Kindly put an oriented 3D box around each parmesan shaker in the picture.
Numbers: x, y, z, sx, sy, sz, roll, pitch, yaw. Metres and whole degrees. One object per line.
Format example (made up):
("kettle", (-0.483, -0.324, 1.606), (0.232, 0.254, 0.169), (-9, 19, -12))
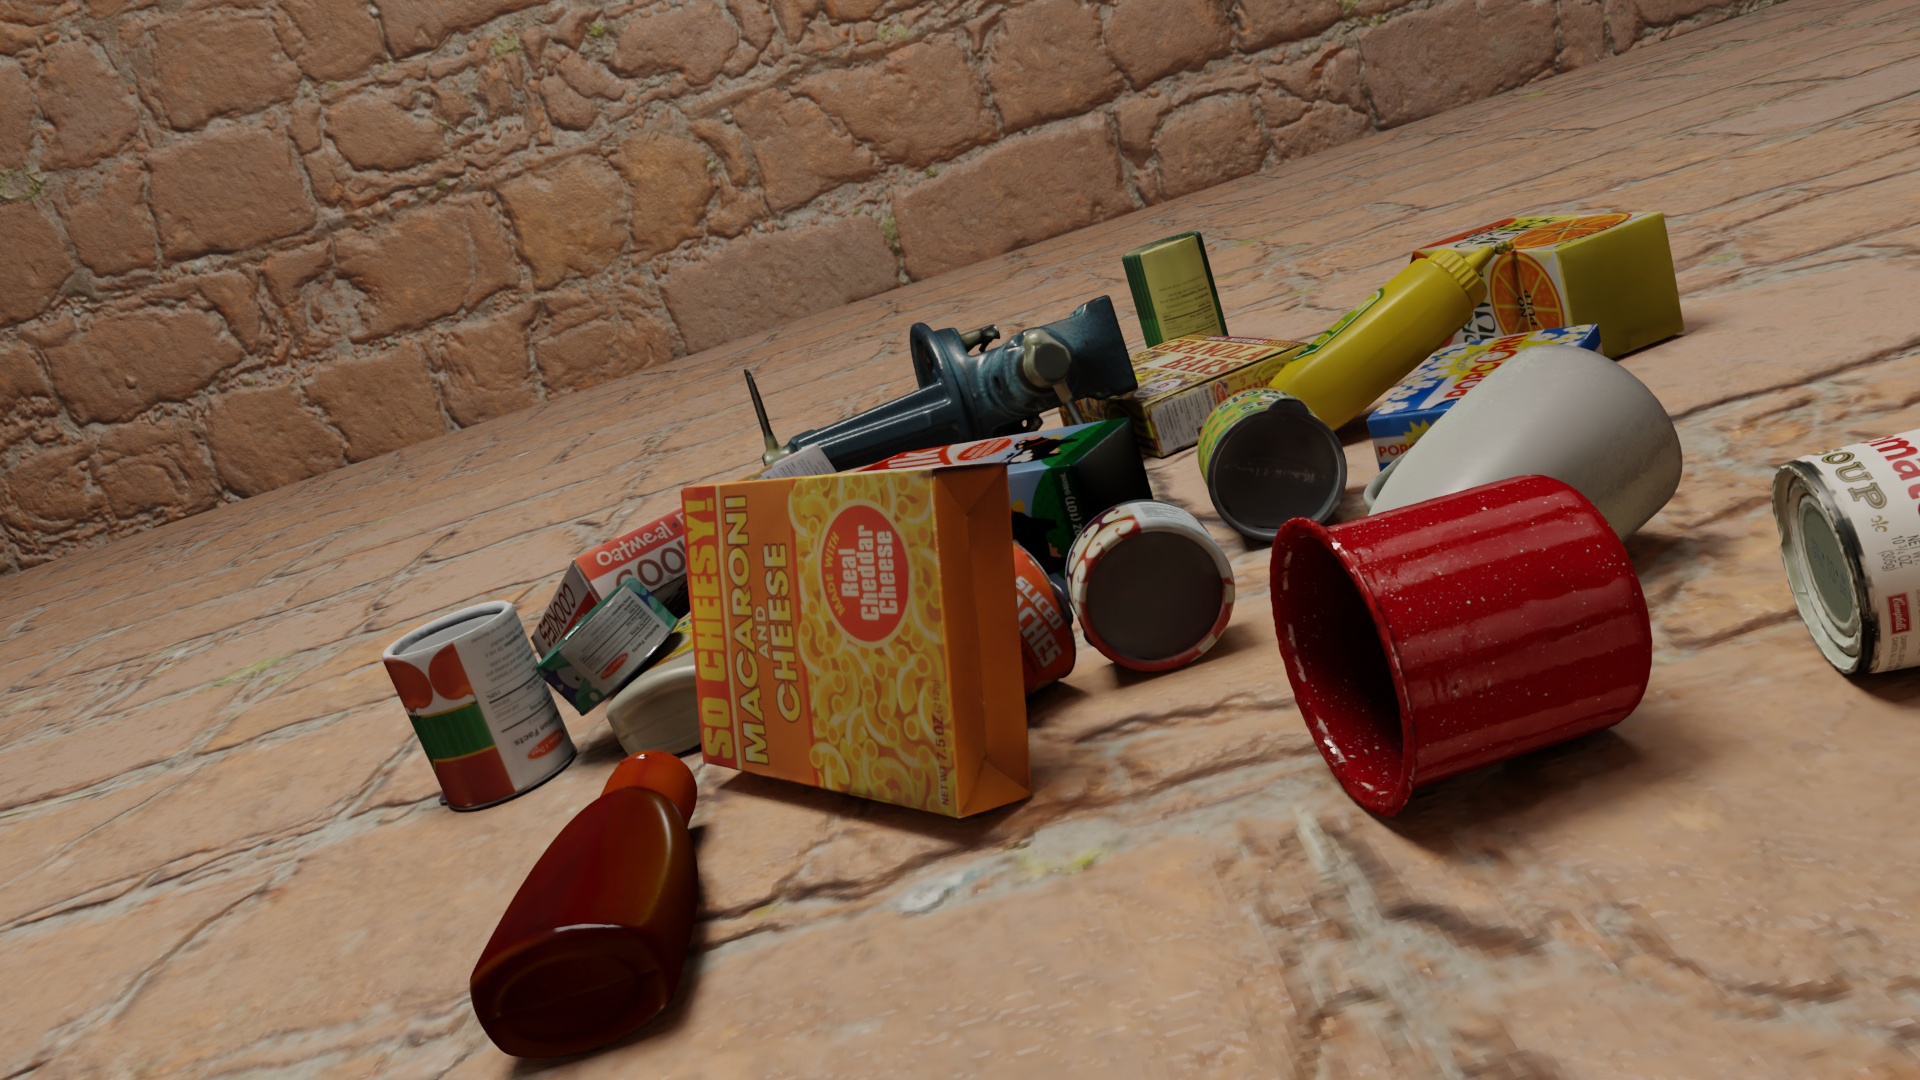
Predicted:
("parmesan shaker", (0.176, -0.188, 1.107), (0.071, 0.102, 0.071), (-17, 15, 5))

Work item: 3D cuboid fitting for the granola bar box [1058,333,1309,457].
("granola bar box", (0.152, -0.106, 0.972), (0.124, 0.039, 0.166), (-22, 16, -13))

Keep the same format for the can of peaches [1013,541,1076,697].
("can of peaches", (0.007, 0.040, 0.580), (0.058, 0.071, 0.071), (-25, 17, -22))

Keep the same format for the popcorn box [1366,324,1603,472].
("popcorn box", (0.275, -0.072, 0.717), (0.085, 0.038, 0.127), (-4, 20, 38))

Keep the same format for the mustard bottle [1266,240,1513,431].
("mustard bottle", (0.252, -0.123, 0.805), (0.160, 0.049, 0.065), (-40, 3, 4))

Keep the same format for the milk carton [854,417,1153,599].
("milk carton", (0.003, -0.009, 0.745), (0.190, 0.072, 0.074), (-7, 19, 35))

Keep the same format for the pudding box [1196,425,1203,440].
("pudding box", (0.161, -0.048, 0.778), (0.049, 0.030, 0.084), (-16, 15, 11))

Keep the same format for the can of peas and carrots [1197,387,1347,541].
("can of peas and carrots", (0.153, -0.041, 0.688), (0.071, 0.070, 0.059), (-16, 15, 8))

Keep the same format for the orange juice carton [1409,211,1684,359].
("orange juice carton", (0.349, -0.158, 0.865), (0.072, 0.073, 0.193), (-20, 15, -8))

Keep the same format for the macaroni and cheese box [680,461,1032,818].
("macaroni and cheese box", (-0.046, 0.035, 0.549), (0.040, 0.123, 0.166), (-6, 4, -42))

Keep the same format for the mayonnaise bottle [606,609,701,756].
("mayonnaise bottle", (-0.134, 0.061, 0.715), (0.065, 0.041, 0.148), (-24, 15, 8))

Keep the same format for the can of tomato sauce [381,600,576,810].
("can of tomato sauce", (-0.239, 0.081, 0.688), (0.071, 0.083, 0.071), (-17, 15, 5))

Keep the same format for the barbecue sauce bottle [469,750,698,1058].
("barbecue sauce bottle", (-0.123, 0.120, 0.496), (0.065, 0.043, 0.149), (-17, 15, 2))

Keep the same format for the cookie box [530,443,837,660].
("cookie box", (-0.159, 0.016, 0.814), (0.168, 0.040, 0.122), (-30, -8, -35))

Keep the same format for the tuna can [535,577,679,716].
("tuna can", (-0.174, 0.052, 0.685), (0.071, 0.033, 0.071), (-41, 11, 10))

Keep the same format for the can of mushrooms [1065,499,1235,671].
("can of mushrooms", (0.077, 0.021, 0.575), (0.071, 0.071, 0.033), (-18, 16, 1))
